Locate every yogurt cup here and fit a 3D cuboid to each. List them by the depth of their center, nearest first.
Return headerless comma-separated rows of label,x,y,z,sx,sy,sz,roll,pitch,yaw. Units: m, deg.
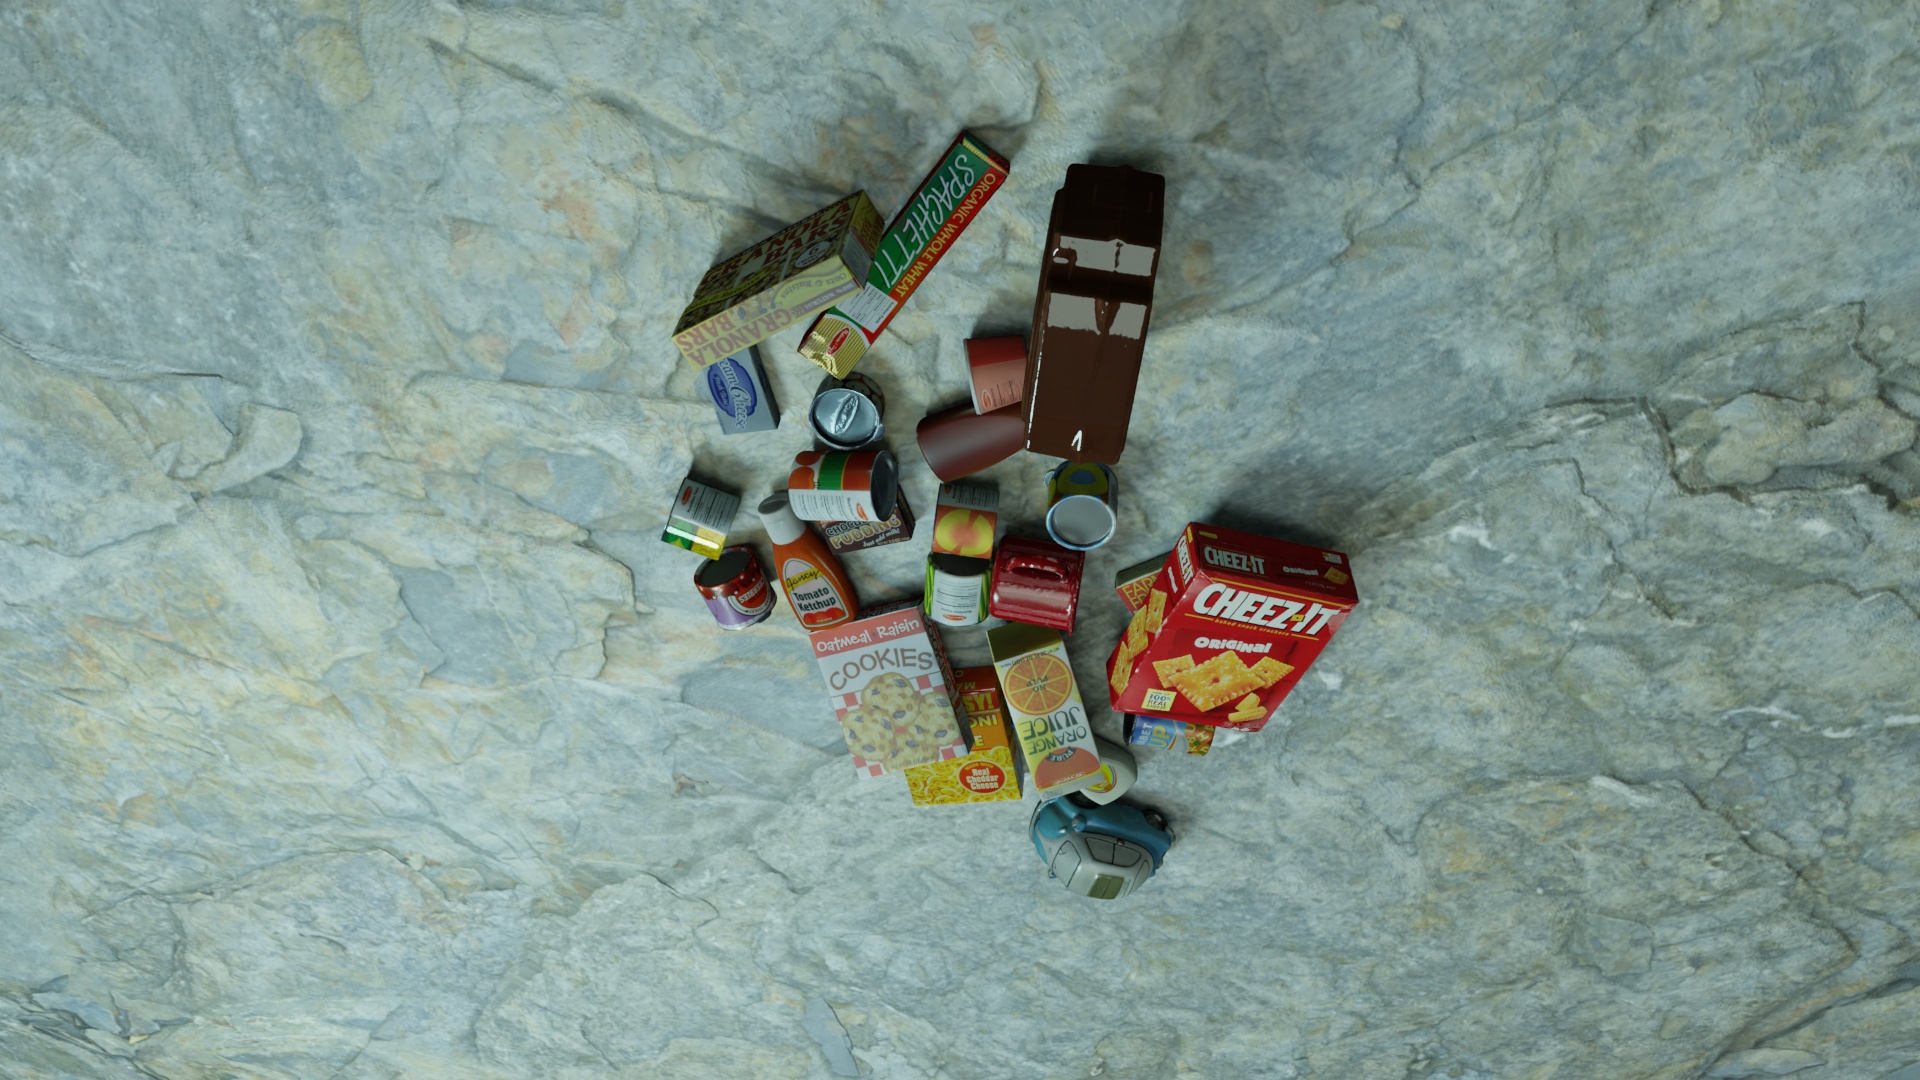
yogurt cup,0.034,-0.147,1.207,0.054,0.073,0.072,-11,125,5

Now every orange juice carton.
orange juice carton,0.090,0.177,1.408,0.072,0.073,0.192,-18,112,1

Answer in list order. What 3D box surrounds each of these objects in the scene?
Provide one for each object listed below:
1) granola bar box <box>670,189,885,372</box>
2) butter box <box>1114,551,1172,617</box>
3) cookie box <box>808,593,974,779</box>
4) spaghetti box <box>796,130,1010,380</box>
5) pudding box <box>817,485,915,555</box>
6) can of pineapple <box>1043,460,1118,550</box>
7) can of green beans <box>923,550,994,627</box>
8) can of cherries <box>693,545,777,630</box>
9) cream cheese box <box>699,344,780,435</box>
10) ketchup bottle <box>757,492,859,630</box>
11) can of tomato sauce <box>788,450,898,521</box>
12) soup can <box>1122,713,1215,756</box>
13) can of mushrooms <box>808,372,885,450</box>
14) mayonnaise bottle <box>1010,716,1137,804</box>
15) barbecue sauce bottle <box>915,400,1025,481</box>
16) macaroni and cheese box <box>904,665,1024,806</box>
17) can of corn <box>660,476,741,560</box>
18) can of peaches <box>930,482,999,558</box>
granola bar box,-0.148,-0.214,1.138,0.165,0.125,0.039,-22,121,21
butter box,0.207,0.039,1.352,0.103,0.024,0.053,-24,120,22
cookie box,-0.070,0.150,1.423,0.123,0.040,0.167,-15,102,15
spaghetti box,-0.050,-0.236,1.170,0.050,0.029,0.249,33,124,-17
pudding box,-0.091,-0.020,1.339,0.083,0.030,0.049,-11,124,14
can of pineapple,0.111,-0.033,1.287,0.071,0.058,0.070,3,128,5
can of green beans,-0.002,0.042,1.350,0.071,0.071,0.057,6,121,2
can of cherries,-0.222,0.047,1.381,0.071,0.072,0.058,-13,124,16
cream cheese box,-0.204,-0.145,1.261,0.053,0.024,0.103,-7,126,11
ketchup bottle,-0.154,0.021,1.369,0.064,0.044,0.148,-13,124,16
can of tomato sauce,-0.108,-0.052,1.288,0.083,0.071,0.070,1,128,19
soup can,0.215,0.186,1.433,0.084,0.072,0.071,11,128,-2
can of mushrooms,-0.101,-0.117,1.264,0.071,0.034,0.070,3,127,4
mayonnaise bottle,0.119,0.225,1.492,0.148,0.041,0.064,37,118,-20
barbecue sauce bottle,0.038,-0.103,1.252,0.148,0.044,0.064,-18,123,19
macaroni and cheese box,-0.005,0.214,1.499,0.124,0.040,0.165,-6,126,11
can of corn,-0.250,-0.019,1.336,0.058,0.071,0.070,21,127,-9
can of peaches,0.005,-0.016,1.307,0.058,0.071,0.070,7,128,1
